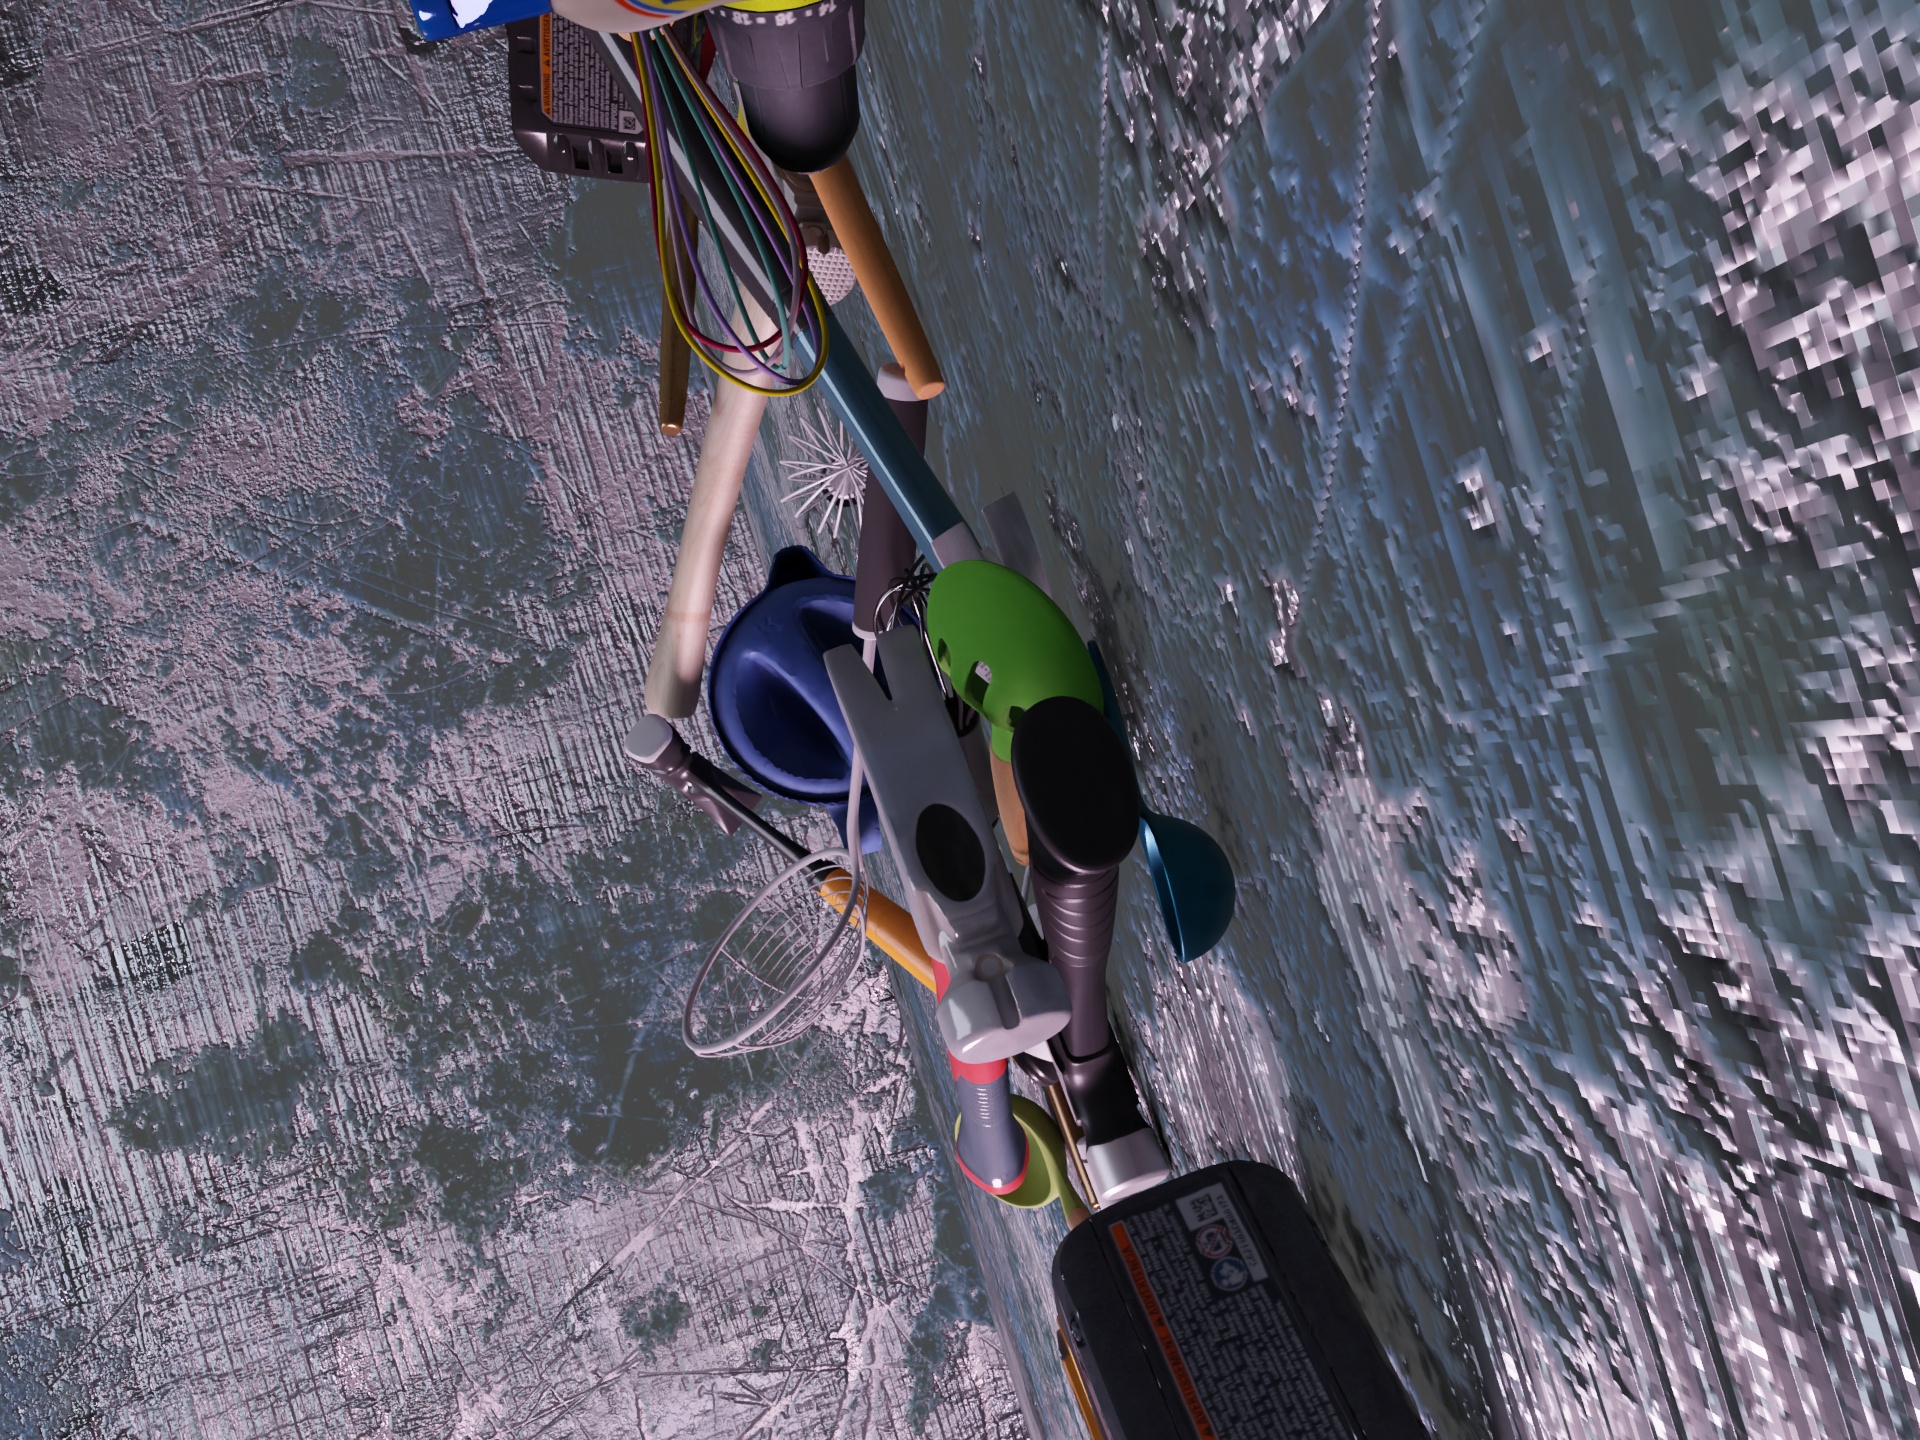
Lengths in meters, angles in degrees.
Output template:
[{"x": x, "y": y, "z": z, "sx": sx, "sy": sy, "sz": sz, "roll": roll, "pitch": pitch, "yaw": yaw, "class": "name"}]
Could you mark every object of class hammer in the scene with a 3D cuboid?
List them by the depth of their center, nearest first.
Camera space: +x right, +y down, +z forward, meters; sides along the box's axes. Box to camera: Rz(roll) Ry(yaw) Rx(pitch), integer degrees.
[{"x": 0.040, "y": 0.074, "z": 0.569, "sx": 0.334, "sy": 0.035, "sz": 0.146, "roll": 79, "pitch": 171, "yaw": -65, "class": "hammer"}, {"x": -0.062, "y": -0.154, "z": 0.586, "sx": 0.331, "sy": 0.033, "sz": 0.128, "roll": 57, "pitch": 172, "yaw": -1, "class": "hammer"}, {"x": 0.001, "y": 0.113, "z": 0.645, "sx": 0.386, "sy": 0.038, "sz": 0.143, "roll": 84, "pitch": 166, "yaw": -63, "class": "hammer"}, {"x": -0.135, "y": -0.146, "z": 0.889, "sx": 0.410, "sy": 0.038, "sz": 0.146, "roll": 116, "pitch": 145, "yaw": -49, "class": "hammer"}, {"x": -0.061, "y": 0.105, "z": 0.917, "sx": 0.337, "sy": 0.034, "sz": 0.127, "roll": 33, "pitch": 171, "yaw": 35, "class": "hammer"}]

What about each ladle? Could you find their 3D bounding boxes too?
[{"x": 0.064, "y": 0.297, "z": 0.893, "sx": 0.320, "sy": 0.062, "sz": 0.078, "roll": -141, "pitch": 34, "yaw": -72, "class": "ladle"}, {"x": -0.155, "y": -0.291, "z": 0.899, "sx": 0.069, "sy": 0.031, "sz": 0.316, "roll": 120, "pitch": 152, "yaw": -59, "class": "ladle"}]

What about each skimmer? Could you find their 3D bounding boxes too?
[{"x": -0.077, "y": 0.005, "z": 0.754, "sx": 0.127, "sy": 0.090, "sz": 0.363, "roll": -89, "pitch": 7, "yaw": -60, "class": "skimmer"}]

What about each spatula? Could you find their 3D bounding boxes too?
[{"x": -0.065, "y": -0.279, "z": 0.686, "sx": 0.081, "sy": 0.041, "sz": 0.323, "roll": 102, "pitch": 146, "yaw": -72, "class": "spatula"}]

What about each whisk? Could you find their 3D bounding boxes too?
[{"x": -0.100, "y": -0.214, "z": 0.525, "sx": 0.051, "sy": 0.047, "sz": 0.245, "roll": 89, "pitch": 159, "yaw": -77, "class": "whisk"}, {"x": -0.002, "y": -0.004, "z": 0.751, "sx": 0.238, "sy": 0.055, "sz": 0.055, "roll": 77, "pitch": 172, "yaw": -60, "class": "whisk"}, {"x": -0.063, "y": -0.130, "z": 0.856, "sx": 0.285, "sy": 0.070, "sz": 0.070, "roll": -125, "pitch": 19, "yaw": -82, "class": "whisk"}]

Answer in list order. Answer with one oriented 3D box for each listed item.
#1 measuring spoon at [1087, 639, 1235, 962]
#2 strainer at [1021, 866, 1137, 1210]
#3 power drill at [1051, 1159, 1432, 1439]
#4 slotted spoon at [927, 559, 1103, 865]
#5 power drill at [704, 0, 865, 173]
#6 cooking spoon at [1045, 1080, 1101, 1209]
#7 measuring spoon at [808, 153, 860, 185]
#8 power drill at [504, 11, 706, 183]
[{"x": 0.060, "y": 0.016, "z": 0.478, "sx": 0.129, "sy": 0.021, "sz": 0.042, "roll": -102, "pitch": -1, "yaw": -47, "class": "measuring spoon"}, {"x": 0.061, "y": 0.195, "z": 0.755, "sx": 0.258, "sy": 0.050, "sz": 0.087, "roll": 69, "pitch": 157, "yaw": 5, "class": "strainer"}, {"x": 0.100, "y": 0.258, "z": 0.470, "sx": 0.226, "sy": 0.084, "sz": 0.186, "roll": 75, "pitch": 173, "yaw": -45, "class": "power drill"}, {"x": 0.022, "y": 0.018, "z": 0.607, "sx": 0.070, "sy": 0.031, "sz": 0.313, "roll": 40, "pitch": 169, "yaw": 14, "class": "slotted spoon"}, {"x": -0.091, "y": -0.327, "z": 0.565, "sx": 0.190, "sy": 0.080, "sz": 0.229, "roll": 84, "pitch": 164, "yaw": -55, "class": "power drill"}, {"x": 0.027, "y": 0.122, "z": 0.903, "sx": 0.068, "sy": 0.017, "sz": 0.319, "roll": 86, "pitch": 166, "yaw": -59, "class": "cooking spoon"}, {"x": -0.068, "y": -0.271, "z": 0.727, "sx": 0.018, "sy": 0.034, "sz": 0.124, "roll": 13, "pitch": -137, "yaw": -52, "class": "measuring spoon"}, {"x": -0.162, "y": -0.347, "z": 0.782, "sx": 0.223, "sy": 0.080, "sz": 0.171, "roll": -95, "pitch": 11, "yaw": -60, "class": "power drill"}]
